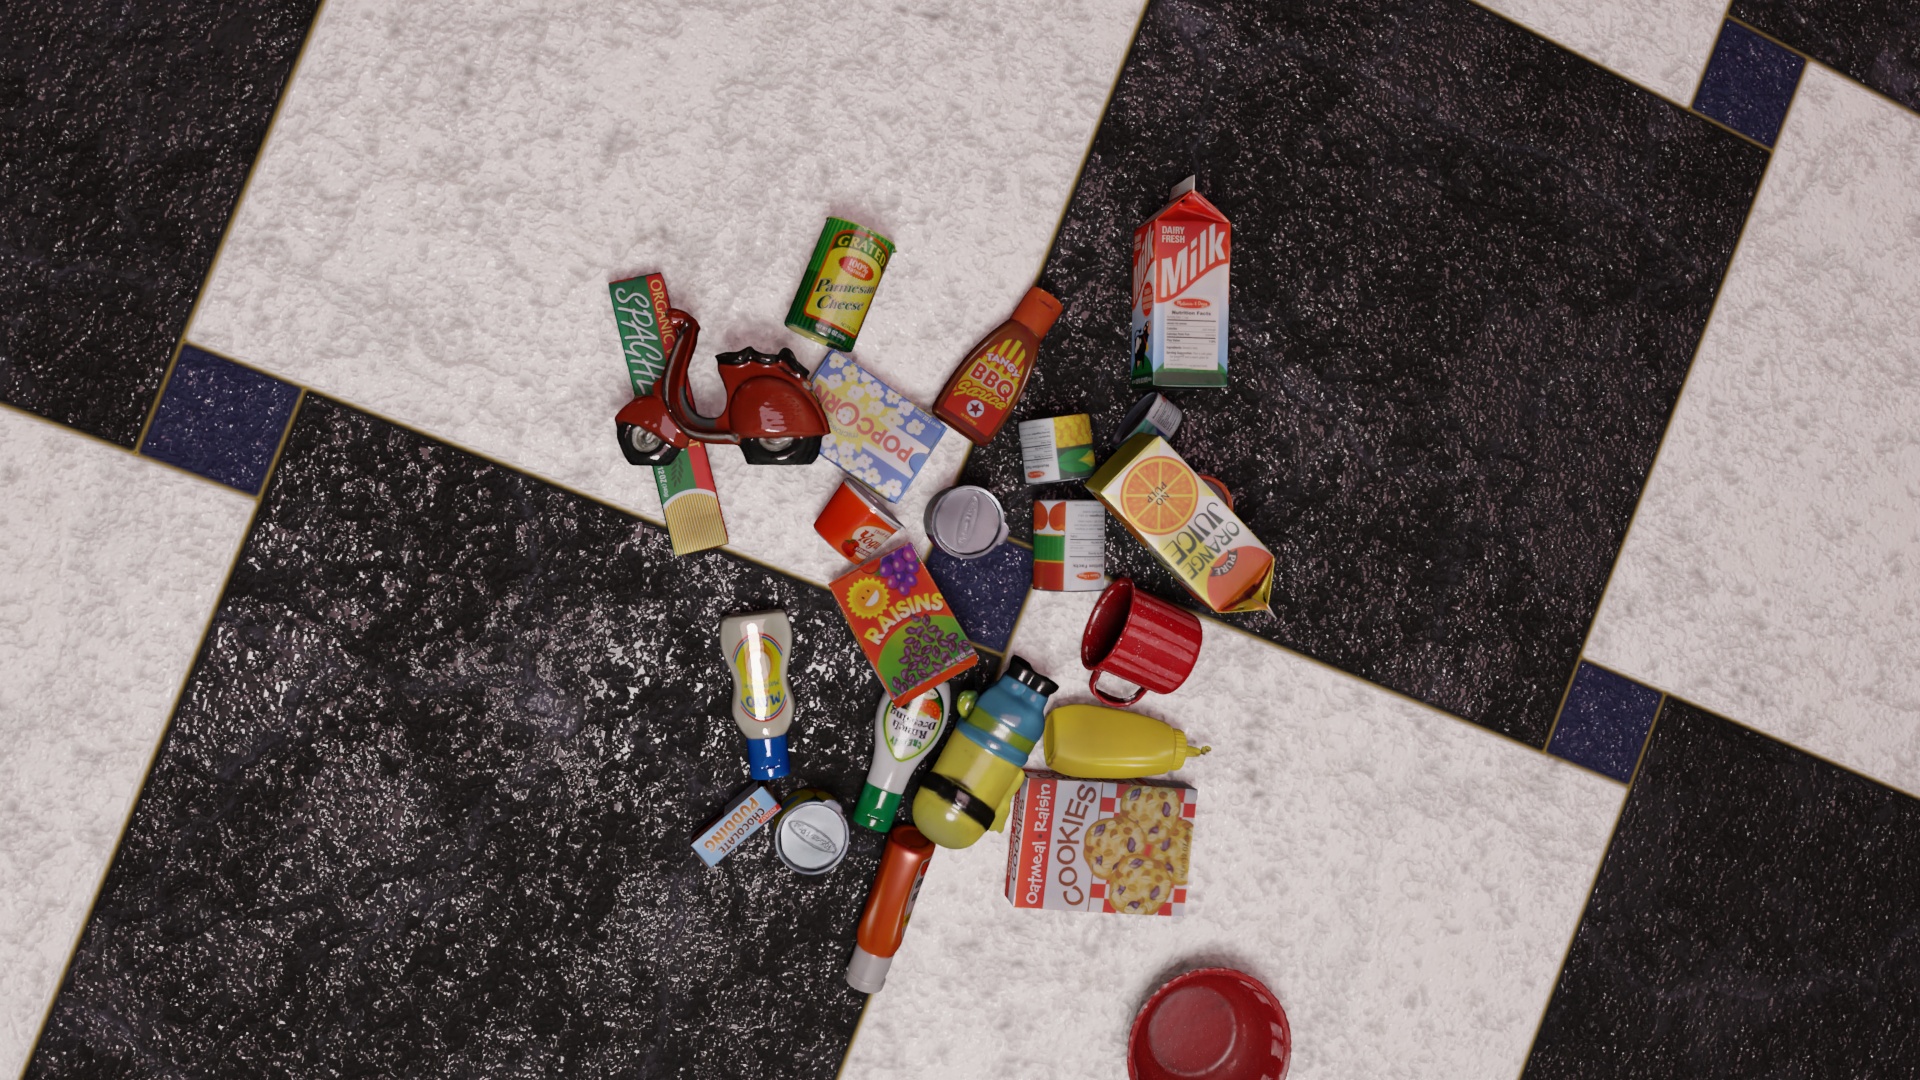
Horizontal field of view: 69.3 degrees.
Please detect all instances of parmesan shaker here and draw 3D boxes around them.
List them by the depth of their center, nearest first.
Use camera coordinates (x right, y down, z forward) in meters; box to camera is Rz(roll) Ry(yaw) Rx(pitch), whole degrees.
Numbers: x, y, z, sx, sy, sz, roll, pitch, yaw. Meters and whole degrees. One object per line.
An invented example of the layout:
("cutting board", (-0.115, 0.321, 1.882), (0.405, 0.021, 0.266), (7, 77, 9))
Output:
("parmesan shaker", (-0.105, -0.225, 1.232), (0.071, 0.071, 0.103), (22, 89, -10))

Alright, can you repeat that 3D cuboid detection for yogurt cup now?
("yogurt cup", (-0.094, -0.015, 1.243), (0.072, 0.072, 0.054), (41, 94, -9))

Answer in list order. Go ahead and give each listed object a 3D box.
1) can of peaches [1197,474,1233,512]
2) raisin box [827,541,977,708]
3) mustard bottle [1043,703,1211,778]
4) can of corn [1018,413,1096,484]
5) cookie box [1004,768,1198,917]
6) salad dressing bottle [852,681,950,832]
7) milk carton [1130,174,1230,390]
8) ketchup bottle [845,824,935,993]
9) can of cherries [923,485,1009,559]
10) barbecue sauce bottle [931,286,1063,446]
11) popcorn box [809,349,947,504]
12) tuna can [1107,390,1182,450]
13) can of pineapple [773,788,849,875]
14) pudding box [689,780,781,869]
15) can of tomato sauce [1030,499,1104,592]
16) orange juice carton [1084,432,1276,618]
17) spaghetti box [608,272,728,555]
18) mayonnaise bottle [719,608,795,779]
("can of peaches", (0.214, -0.032, 1.297), (0.071, 0.058, 0.071), (-1, 93, -10))
("raisin box", (-0.052, 0.075, 1.242), (0.086, 0.040, 0.123), (-29, 71, -7))
("mustard bottle", (0.158, 0.192, 1.296), (0.160, 0.048, 0.065), (8, 59, -12))
("can of corn", (0.090, -0.084, 1.272), (0.071, 0.071, 0.058), (-8, 94, -9))
("cookie box", (0.131, 0.284, 1.305), (0.168, 0.040, 0.123), (6, 91, -11))
("salad dressing bottle", (-0.056, 0.191, 1.266), (0.064, 0.044, 0.147), (21, 89, -8))
("milk carton", (0.202, -0.235, 1.281), (0.073, 0.072, 0.190), (0, 93, -10))
("ketchup bottle", (-0.066, 0.336, 1.264), (0.043, 0.065, 0.148), (20, 98, 6))
("can of cherries", (0.005, -0.016, 1.262), (0.071, 0.058, 0.071), (0, 91, -10))
("barbecue sauce bottle", (0.038, -0.162, 1.270), (0.065, 0.043, 0.148), (35, 86, -8))
("popcorn box", (-0.088, -0.102, 1.253), (0.126, 0.038, 0.085), (34, 85, -9))
("tuna can", (0.170, -0.102, 1.285), (0.033, 0.071, 0.071), (38, 86, -10))
("can of pineapple", (-0.133, 0.260, 1.249), (0.071, 0.058, 0.071), (0, 93, -10))
("pudding box", (-0.201, 0.251, 1.241), (0.084, 0.049, 0.030), (-39, 96, -7))
("can of tomato sauce", (0.098, 0.004, 1.276), (0.071, 0.071, 0.083), (0, 92, -10))
("orange juice carton", (0.206, -0.004, 1.230), (0.073, 0.072, 0.192), (-45, 100, 0))
("spaghetti box", (-0.258, -0.111, 1.228), (0.050, 0.028, 0.249), (-14, 95, -10))
("mayonnaise bottle", (-0.177, 0.138, 1.245), (0.065, 0.041, 0.148), (-7, 93, -11))
